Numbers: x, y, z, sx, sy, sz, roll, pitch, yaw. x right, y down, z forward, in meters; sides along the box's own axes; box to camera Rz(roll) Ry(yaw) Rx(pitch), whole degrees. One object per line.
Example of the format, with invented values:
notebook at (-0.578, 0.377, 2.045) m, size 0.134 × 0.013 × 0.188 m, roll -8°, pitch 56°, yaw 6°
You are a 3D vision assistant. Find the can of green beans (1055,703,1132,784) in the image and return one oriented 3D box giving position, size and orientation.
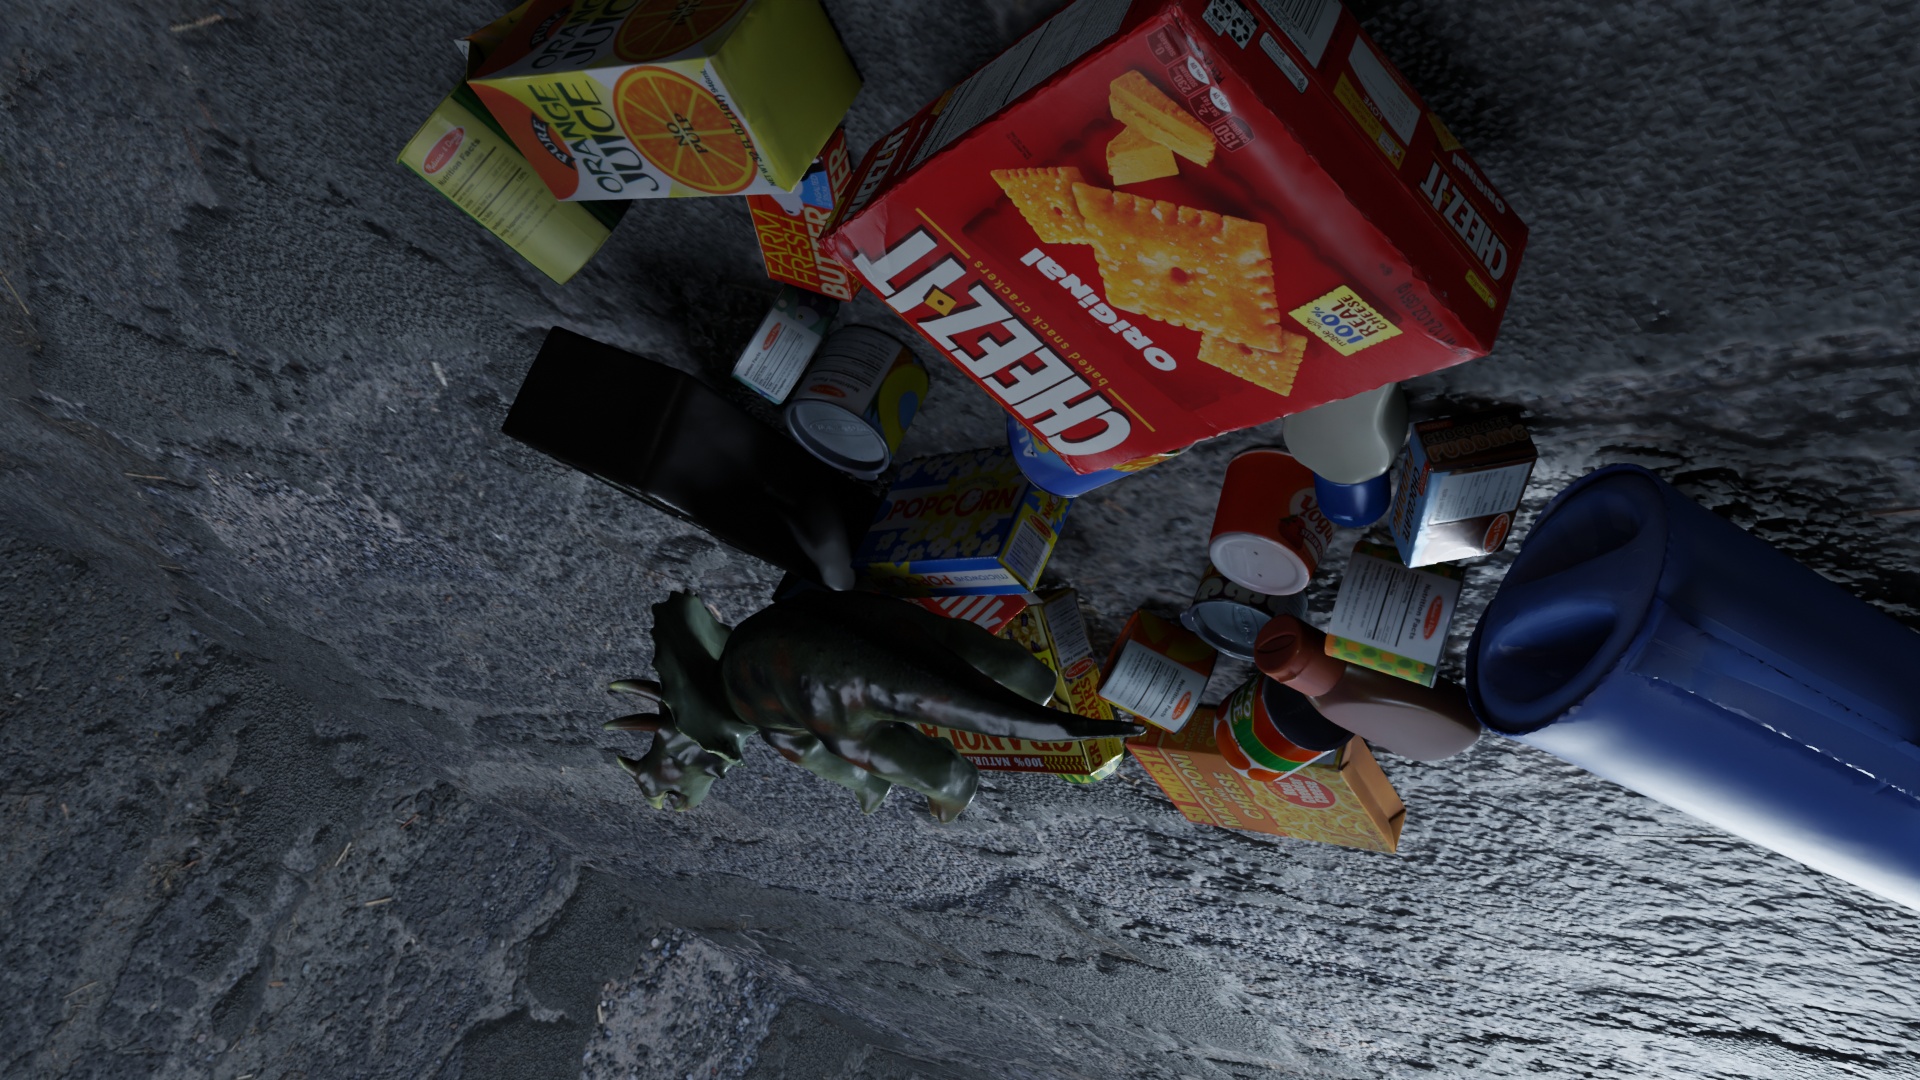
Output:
can of green beans at (0.087, 0.140, 1.040) m, size 0.071 × 0.071 × 0.057 m, roll 9°, pitch 147°, yaw 30°

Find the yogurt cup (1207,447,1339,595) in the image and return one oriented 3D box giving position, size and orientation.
yogurt cup at (0.164, -0.008, 0.730) m, size 0.072 × 0.054 × 0.072 m, roll 21°, pitch 152°, yaw 12°

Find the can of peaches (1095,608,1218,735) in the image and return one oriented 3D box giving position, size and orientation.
can of peaches at (0.128, 0.085, 0.912) m, size 0.058 × 0.071 × 0.071 m, roll 26°, pitch 152°, yaw 1°

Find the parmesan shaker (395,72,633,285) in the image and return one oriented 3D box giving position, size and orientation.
parmesan shaker at (-0.237, -0.192, 0.742) m, size 0.103 × 0.071 × 0.071 m, roll 39°, pitch 150°, yaw -25°

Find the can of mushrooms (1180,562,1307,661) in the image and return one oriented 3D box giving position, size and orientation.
can of mushrooms at (0.170, 0.041, 0.833) m, size 0.071 × 0.033 × 0.070 m, roll 20°, pitch 153°, yaw 11°

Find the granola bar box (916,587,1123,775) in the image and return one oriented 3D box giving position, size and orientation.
granola bar box at (0.026, 0.102, 0.990) m, size 0.165 × 0.039 × 0.124 m, roll -9°, pitch 102°, yaw 48°

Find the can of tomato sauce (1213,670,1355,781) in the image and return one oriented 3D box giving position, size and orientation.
can of tomato sauce at (0.206, 0.112, 0.889) m, size 0.071 × 0.071 × 0.082 m, roll 27°, pitch 153°, yaw -1°

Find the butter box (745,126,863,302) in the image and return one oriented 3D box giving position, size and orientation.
butter box at (-0.079, -0.167, 0.696) m, size 0.053 × 0.024 × 0.103 m, roll 18°, pitch 151°, yaw 17°

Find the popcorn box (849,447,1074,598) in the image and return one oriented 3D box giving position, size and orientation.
popcorn box at (0.003, -0.010, 0.831) m, size 0.126 × 0.085 × 0.038 m, roll -5°, pitch 140°, yaw 44°

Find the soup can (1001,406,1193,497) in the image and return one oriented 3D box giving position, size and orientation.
soup can at (0.071, -0.065, 0.698) m, size 0.071 × 0.071 × 0.083 m, roll 37°, pitch 150°, yaw -20°

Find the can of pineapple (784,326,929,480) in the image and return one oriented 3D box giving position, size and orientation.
can of pineapple at (-0.058, -0.079, 0.795) m, size 0.071 × 0.058 × 0.070 m, roll 21°, pitch 152°, yaw 12°

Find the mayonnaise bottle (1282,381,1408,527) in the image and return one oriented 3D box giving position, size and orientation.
mayonnaise bottle at (0.177, -0.062, 0.641) m, size 0.065 × 0.041 × 0.147 m, roll 11°, pitch 150°, yaw 26°

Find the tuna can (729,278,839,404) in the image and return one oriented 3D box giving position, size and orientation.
tuna can at (-0.097, -0.111, 0.767) m, size 0.033 × 0.071 × 0.071 m, roll 31°, pitch 152°, yaw -11°

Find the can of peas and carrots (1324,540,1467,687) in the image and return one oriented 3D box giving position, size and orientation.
can of peas and carrots at (0.232, 0.039, 0.741) m, size 0.059 × 0.071 × 0.070 m, roll 17°, pitch 151°, yaw 19°

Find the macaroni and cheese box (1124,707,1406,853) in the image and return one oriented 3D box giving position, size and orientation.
macaroni and cheese box at (0.221, 0.170, 1.006) m, size 0.166 × 0.040 × 0.123 m, roll 1°, pitch 144°, yaw 39°

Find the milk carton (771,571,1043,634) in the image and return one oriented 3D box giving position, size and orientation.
milk carton at (-0.033, 0.026, 0.938) m, size 0.190 × 0.074 × 0.072 m, roll -5°, pitch 139°, yaw 45°

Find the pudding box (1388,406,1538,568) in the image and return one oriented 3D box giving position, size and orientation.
pudding box at (0.233, -0.023, 0.650) m, size 0.050 × 0.030 × 0.083 m, roll -10°, pitch 146°, yaw 2°

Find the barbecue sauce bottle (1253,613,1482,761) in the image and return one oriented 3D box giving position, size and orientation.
barbecue sauce bottle at (0.234, 0.086, 0.808) m, size 0.148 × 0.044 × 0.064 m, roll 26°, pitch 148°, yaw -29°

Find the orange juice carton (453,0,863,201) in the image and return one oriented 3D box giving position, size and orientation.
orange juice carton at (-0.150, -0.207, 0.635) m, size 0.192 × 0.073 × 0.071 m, roll 8°, pitch 147°, yaw 33°
